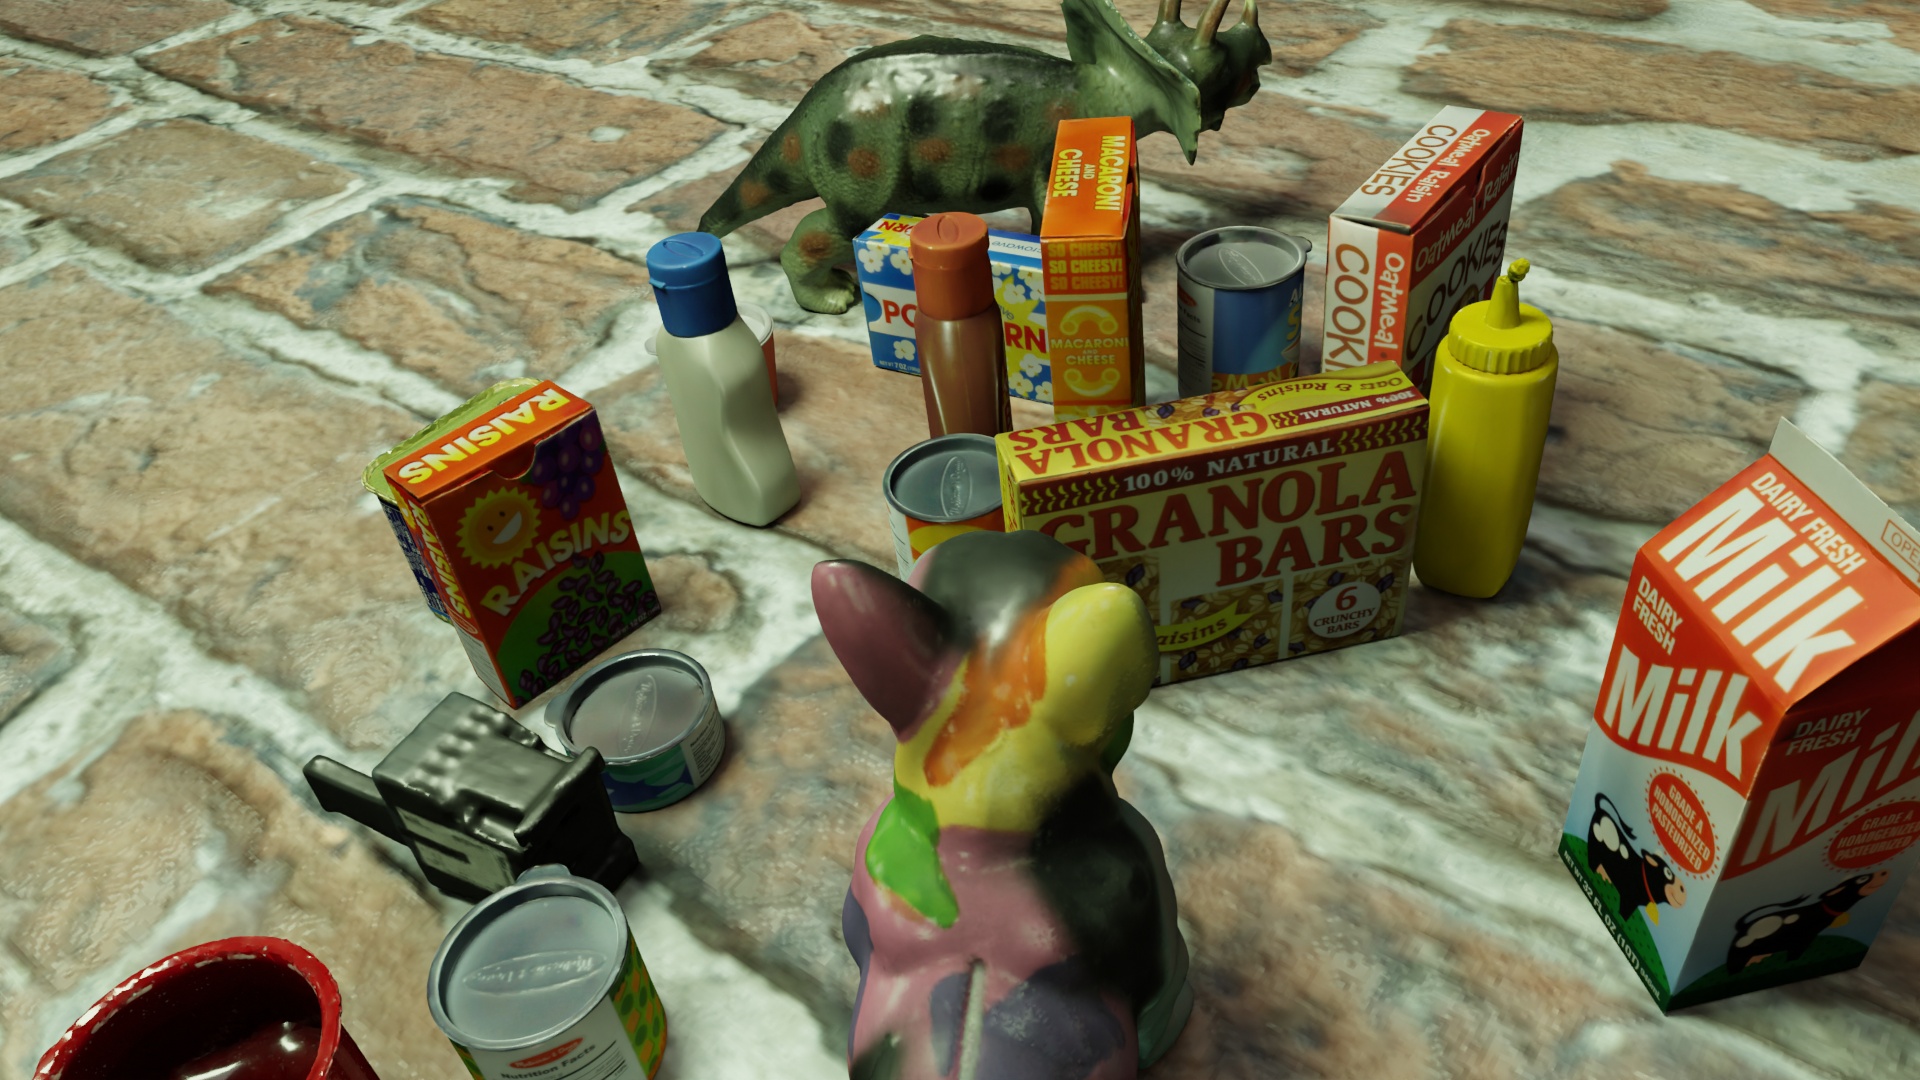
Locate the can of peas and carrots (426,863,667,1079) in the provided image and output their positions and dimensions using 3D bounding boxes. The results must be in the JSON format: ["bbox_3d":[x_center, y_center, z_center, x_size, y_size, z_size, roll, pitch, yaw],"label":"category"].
[{"bbox_3d":[-0.139,0.157,0.475,0.071,0.058,0.071,-5,39,4],"label":"can of peas and carrots"}]

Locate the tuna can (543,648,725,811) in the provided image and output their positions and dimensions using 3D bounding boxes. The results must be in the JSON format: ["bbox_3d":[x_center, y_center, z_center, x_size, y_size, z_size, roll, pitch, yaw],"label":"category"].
[{"bbox_3d":[-0.137,0.080,0.589,0.071,0.032,0.071,-5,39,4],"label":"tuna can"}]

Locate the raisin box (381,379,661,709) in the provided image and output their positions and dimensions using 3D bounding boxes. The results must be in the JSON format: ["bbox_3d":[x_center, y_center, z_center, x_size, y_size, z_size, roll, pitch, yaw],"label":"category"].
[{"bbox_3d":[-0.192,0.003,0.621,0.040,0.122,0.086,29,51,37],"label":"raisin box"}]

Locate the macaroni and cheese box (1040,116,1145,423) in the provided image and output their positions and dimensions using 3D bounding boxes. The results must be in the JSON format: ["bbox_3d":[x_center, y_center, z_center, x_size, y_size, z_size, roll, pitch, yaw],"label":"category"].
[{"bbox_3d":[0.068,-0.101,0.672,0.040,0.165,0.124,0,40,9],"label":"macaroni and cheese box"}]

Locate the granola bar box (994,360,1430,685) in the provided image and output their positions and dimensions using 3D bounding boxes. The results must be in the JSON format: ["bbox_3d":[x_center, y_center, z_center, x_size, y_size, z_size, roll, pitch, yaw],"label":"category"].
[{"bbox_3d":[0.104,0.000,0.575,0.166,0.123,0.039,-11,39,-4],"label":"granola bar box"}]

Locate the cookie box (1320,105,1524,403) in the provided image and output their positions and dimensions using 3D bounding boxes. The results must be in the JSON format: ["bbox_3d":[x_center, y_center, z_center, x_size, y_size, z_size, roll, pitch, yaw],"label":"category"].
[{"bbox_3d":[0.211,-0.098,0.643,0.040,0.166,0.123,21,47,31],"label":"cookie box"}]

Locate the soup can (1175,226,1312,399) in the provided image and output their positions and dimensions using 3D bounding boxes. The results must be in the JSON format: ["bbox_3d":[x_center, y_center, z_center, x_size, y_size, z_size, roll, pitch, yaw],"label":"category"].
[{"bbox_3d":[0.151,-0.116,0.741,0.071,0.083,0.072,-5,39,4],"label":"soup can"}]

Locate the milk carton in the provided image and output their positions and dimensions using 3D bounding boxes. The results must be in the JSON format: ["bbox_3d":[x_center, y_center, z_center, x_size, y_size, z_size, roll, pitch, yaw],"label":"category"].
[{"bbox_3d":[0.250,0.057,0.428,0.073,0.189,0.073,-11,39,-4],"label":"milk carton"}]

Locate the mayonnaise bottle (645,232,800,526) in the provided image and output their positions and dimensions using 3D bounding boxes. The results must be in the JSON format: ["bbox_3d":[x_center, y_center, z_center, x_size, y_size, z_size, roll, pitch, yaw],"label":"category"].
[{"bbox_3d":[-0.120,-0.079,0.690,0.065,0.147,0.041,27,50,35],"label":"mayonnaise bottle"}]

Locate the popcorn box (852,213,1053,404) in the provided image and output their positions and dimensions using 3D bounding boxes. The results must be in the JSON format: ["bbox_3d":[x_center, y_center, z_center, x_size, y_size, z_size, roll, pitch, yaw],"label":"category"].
[{"bbox_3d":[0.007,-0.131,0.782,0.127,0.084,0.038,15,44,25],"label":"popcorn box"}]

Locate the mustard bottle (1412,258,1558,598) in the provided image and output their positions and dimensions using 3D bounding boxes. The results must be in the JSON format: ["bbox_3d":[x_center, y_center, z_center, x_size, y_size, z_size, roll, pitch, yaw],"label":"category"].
[{"bbox_3d":[0.223,-0.051,0.589,0.049,0.159,0.066,13,43,23],"label":"mustard bottle"}]

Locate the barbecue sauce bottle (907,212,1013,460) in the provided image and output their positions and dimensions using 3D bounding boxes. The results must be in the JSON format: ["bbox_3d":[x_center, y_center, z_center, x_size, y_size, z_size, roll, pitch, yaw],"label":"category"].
[{"bbox_3d":[0.002,-0.085,0.677,0.044,0.147,0.065,-8,39,0],"label":"barbecue sauce bottle"}]

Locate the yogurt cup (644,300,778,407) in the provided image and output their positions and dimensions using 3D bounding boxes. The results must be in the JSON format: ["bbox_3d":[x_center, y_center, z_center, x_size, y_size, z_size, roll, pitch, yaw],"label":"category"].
[{"bbox_3d":[-0.135,-0.097,0.789,0.072,0.053,0.073,-5,39,4],"label":"yogurt cup"}]

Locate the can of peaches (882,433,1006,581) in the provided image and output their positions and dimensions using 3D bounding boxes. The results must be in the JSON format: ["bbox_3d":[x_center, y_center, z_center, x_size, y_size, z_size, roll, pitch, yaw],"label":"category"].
[{"bbox_3d":[0.002,-0.008,0.654,0.071,0.057,0.071,-5,39,4],"label":"can of peaches"}]
